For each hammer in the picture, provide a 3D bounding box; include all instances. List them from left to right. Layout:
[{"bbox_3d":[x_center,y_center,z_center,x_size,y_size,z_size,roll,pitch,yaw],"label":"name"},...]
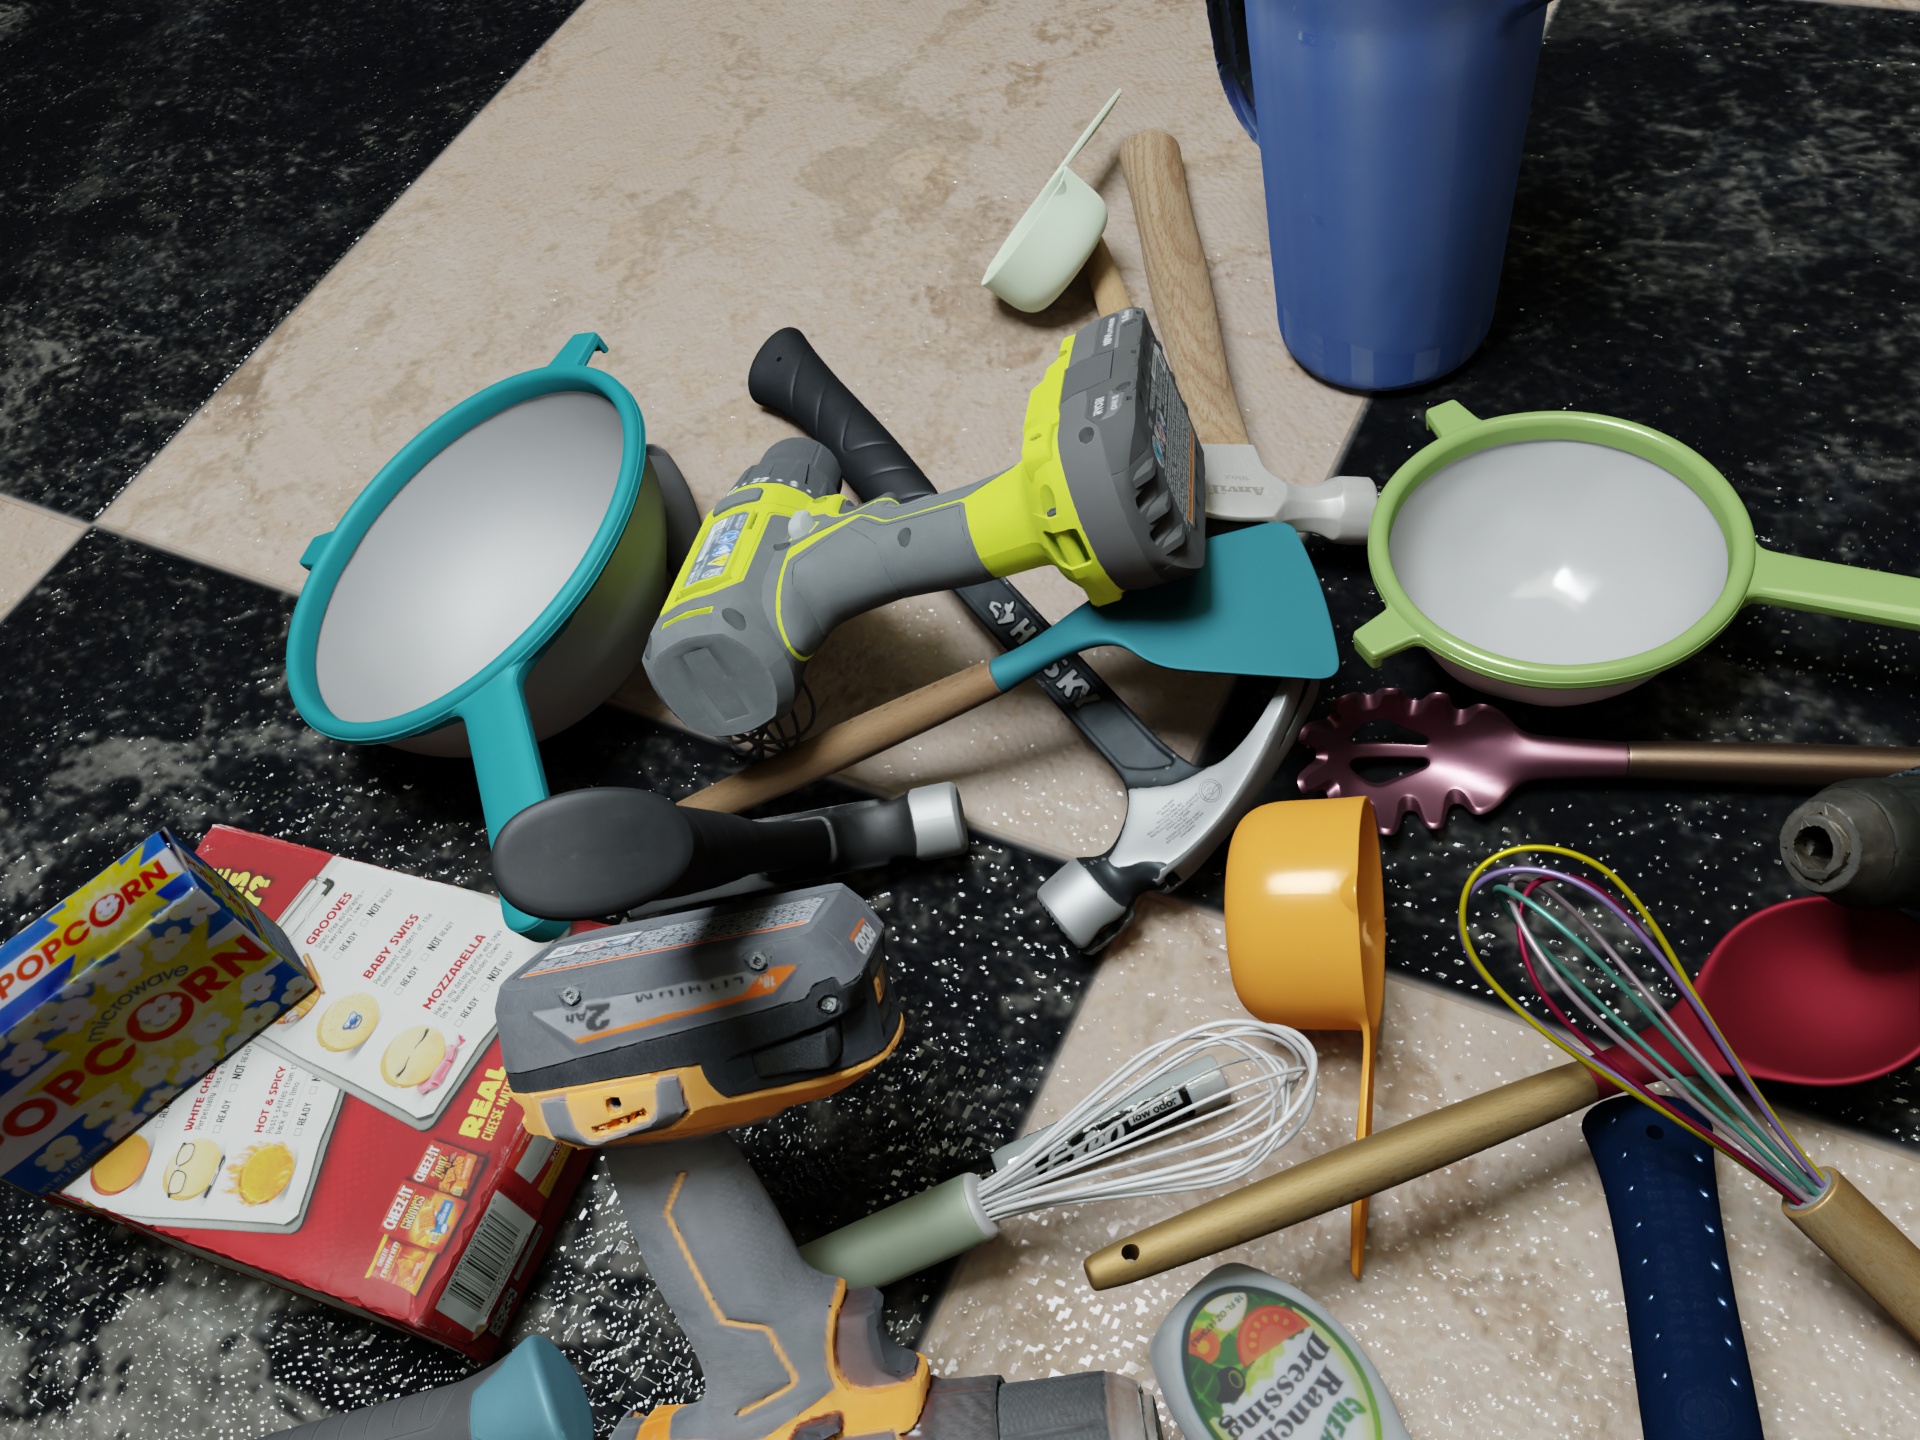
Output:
[{"bbox_3d":[-0.281,0.279,0.560,0.331,0.033,0.128,-20,55,10],"label":"hammer"},{"bbox_3d":[-0.084,0.045,0.539,0.146,0.334,0.035,-11,85,4],"label":"hammer"},{"bbox_3d":[0.002,-0.080,0.758,0.149,0.036,0.409,-41,53,3],"label":"hammer"},{"bbox_3d":[0.114,-0.208,0.816,0.130,0.031,0.332,1,48,-5],"label":"hammer"},{"bbox_3d":[0.211,0.271,0.409,0.144,0.035,0.406,-6,38,19],"label":"hammer"}]

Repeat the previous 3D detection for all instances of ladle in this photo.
[{"bbox_3d":[0.189,0.131,0.536,0.315,0.031,0.069,-18,49,-9],"label":"ladle"}]

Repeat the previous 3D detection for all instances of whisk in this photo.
[{"bbox_3d":[-0.126,-0.067,0.787,0.055,0.055,0.239,-25,50,-5],"label":"whisk"},{"bbox_3d":[0.014,0.169,0.567,0.246,0.057,0.059,-27,24,12],"label":"whisk"},{"bbox_3d":[0.255,0.131,0.502,0.245,0.051,0.047,44,75,3],"label":"whisk"}]

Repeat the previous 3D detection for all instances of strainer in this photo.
[{"bbox_3d":[-0.190,-0.019,0.719,0.211,0.095,0.341,-35,47,9],"label":"strainer"},{"bbox_3d":[0.299,-0.047,0.659,0.256,0.069,0.152,13,57,20],"label":"strainer"}]

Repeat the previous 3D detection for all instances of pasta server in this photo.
[{"bbox_3d":[0.296,0.018,0.634,0.316,0.040,0.060,2,98,11],"label":"pasta server"}]

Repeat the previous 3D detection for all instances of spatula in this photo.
[{"bbox_3d":[-0.001,-0.002,0.680,0.317,0.044,0.082,-23,53,20],"label":"spatula"}]

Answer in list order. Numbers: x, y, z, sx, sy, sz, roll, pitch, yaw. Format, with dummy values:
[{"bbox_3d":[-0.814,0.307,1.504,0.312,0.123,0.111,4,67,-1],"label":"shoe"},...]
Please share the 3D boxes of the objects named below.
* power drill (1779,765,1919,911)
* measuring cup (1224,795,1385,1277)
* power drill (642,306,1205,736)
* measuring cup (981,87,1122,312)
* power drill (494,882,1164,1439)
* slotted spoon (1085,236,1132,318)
[{"bbox_3d":[0.380,0.099,0.497,0.187,0.080,0.227,0,49,-24],"label":"power drill"},{"bbox_3d":[0.127,0.114,0.592,0.052,0.095,0.174,-1,74,21],"label":"measuring cup"},{"bbox_3d":[-0.016,-0.093,0.686,0.228,0.080,0.191,-17,33,21],"label":"power drill"},{"bbox_3d":[0.067,-0.292,0.884,0.038,0.083,0.168,36,60,-12],"label":"measuring cup"},{"bbox_3d":[-0.042,0.173,0.518,0.185,0.084,0.226,-11,97,7],"label":"power drill"},{"bbox_3d":[0.100,-0.151,0.804,0.070,0.031,0.314,-14,52,3],"label":"slotted spoon"}]
